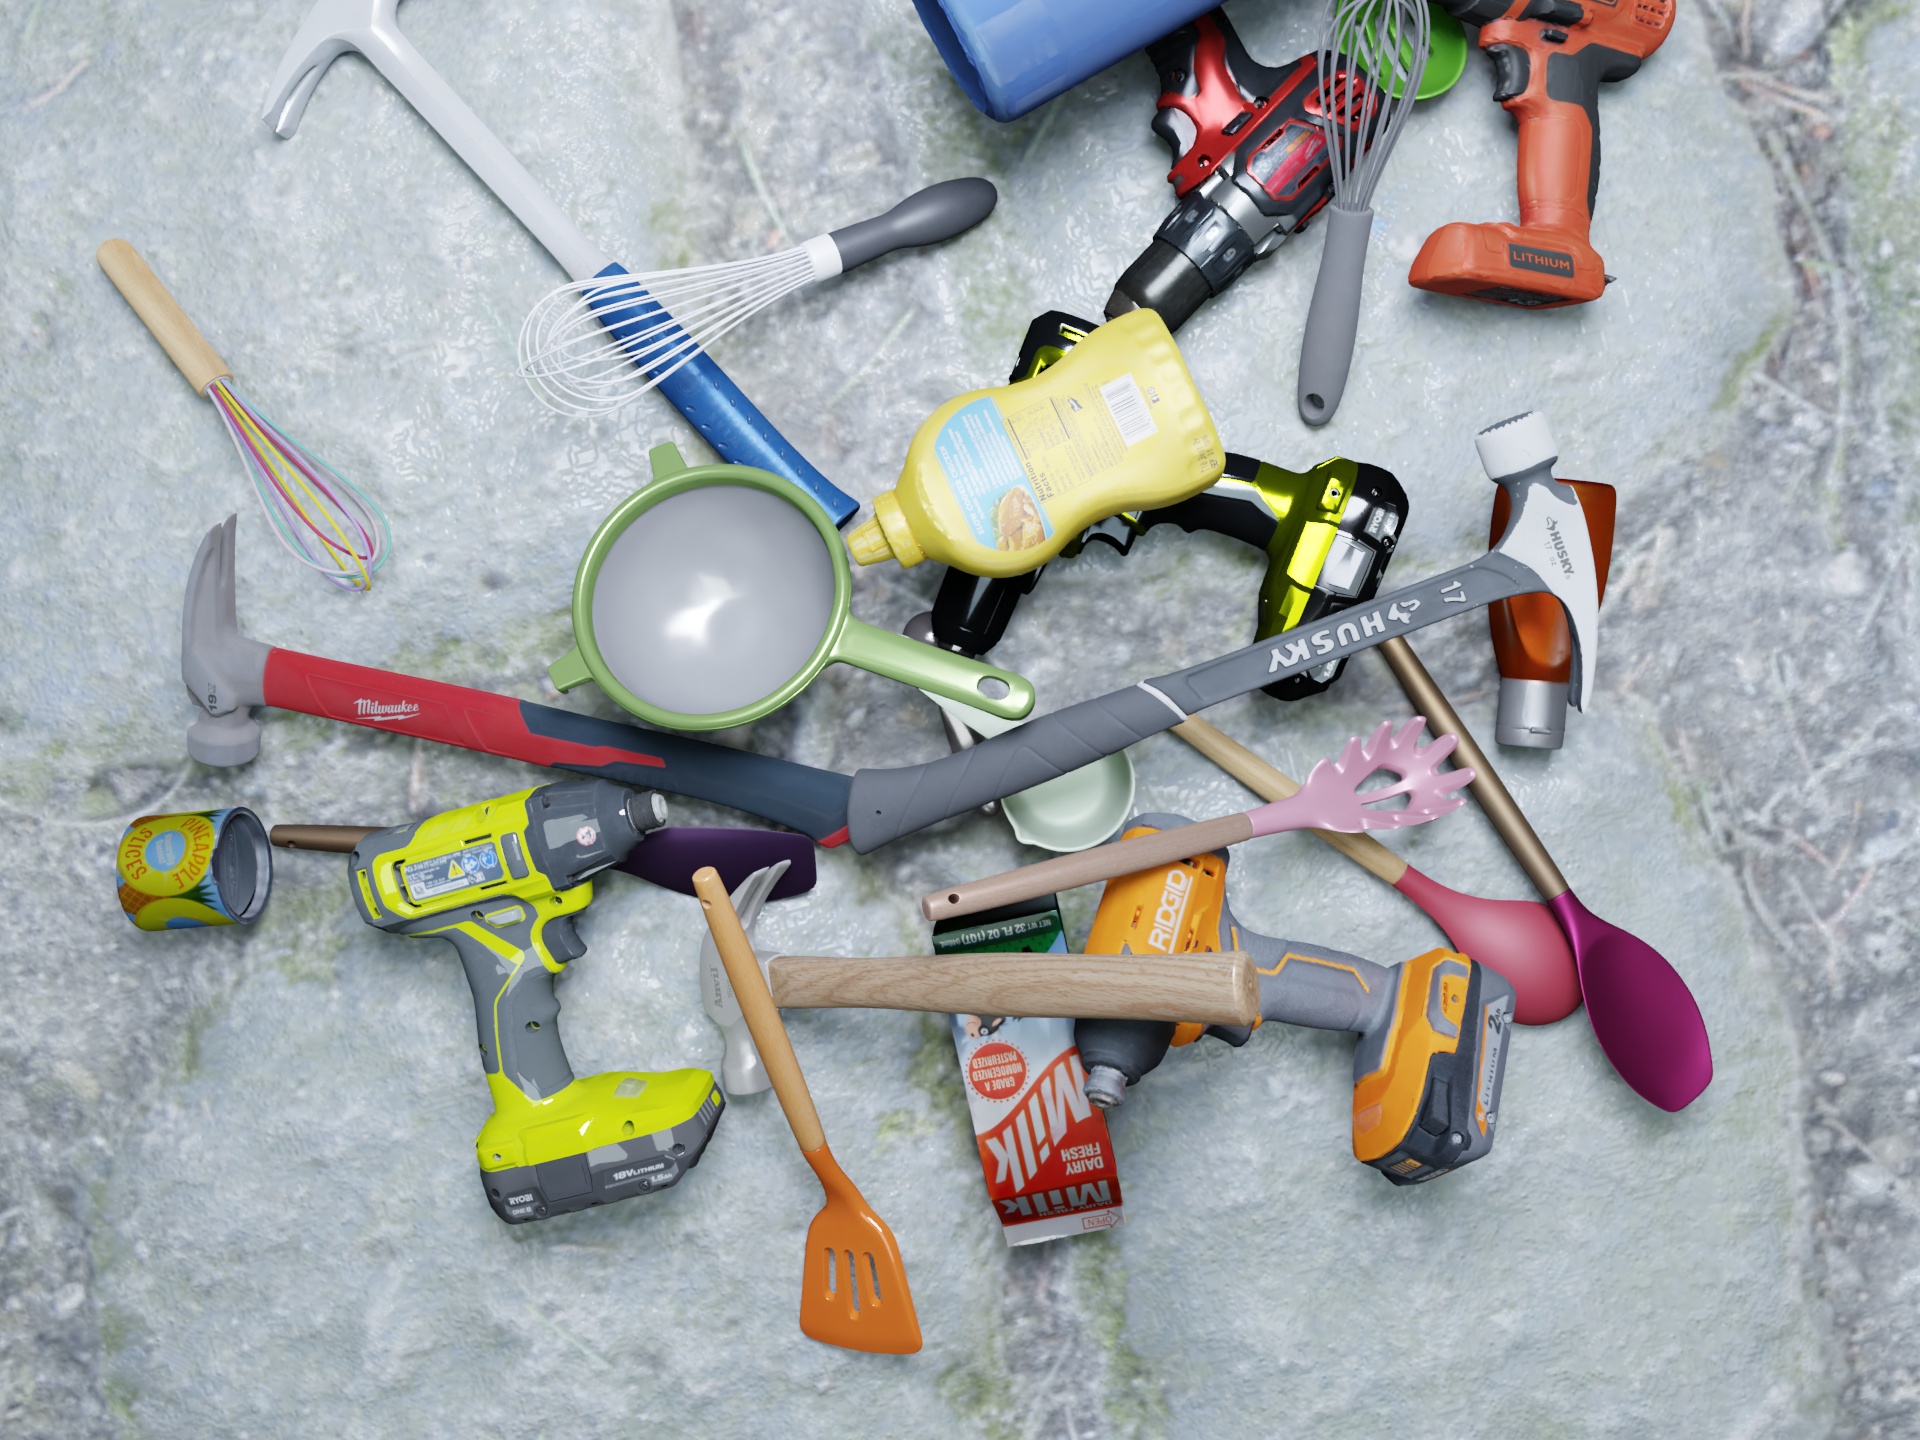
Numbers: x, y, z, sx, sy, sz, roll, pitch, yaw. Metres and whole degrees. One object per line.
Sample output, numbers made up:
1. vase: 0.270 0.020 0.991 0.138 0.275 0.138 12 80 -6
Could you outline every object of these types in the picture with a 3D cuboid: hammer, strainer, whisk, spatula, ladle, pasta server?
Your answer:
1. hammer: -0.234 -0.006 0.883 0.386 0.038 0.143 12 115 -2
2. hammer: -0.213 -0.250 0.887 0.144 0.035 0.405 -42 92 2
3. strainer: -0.080 -0.042 0.858 0.256 0.069 0.151 19 76 10
4. hammer: 0.126 -0.013 0.826 0.409 0.036 0.149 -21 96 12
5. whisk: -0.403 -0.173 0.891 0.051 0.047 0.245 -38 89 4
6. spatula: -0.239 0.076 0.909 0.316 0.018 0.059 3 129 3
7. spatula: -0.090 0.217 0.859 0.081 0.041 0.322 -2 121 26
8. ladle: 0.229 0.071 0.904 0.315 0.031 0.069 35 86 1
9. pasta server: 0.129 0.058 0.833 0.316 0.040 0.060 -12 67 -20
10. whisk: 0.201 -0.266 0.832 0.055 0.055 0.238 2 124 1
11. hammer: -0.005 0.135 0.827 0.331 0.031 0.130 -6 97 32
12. whisk: -0.104 -0.237 0.854 0.284 0.070 0.070 -26 93 -16

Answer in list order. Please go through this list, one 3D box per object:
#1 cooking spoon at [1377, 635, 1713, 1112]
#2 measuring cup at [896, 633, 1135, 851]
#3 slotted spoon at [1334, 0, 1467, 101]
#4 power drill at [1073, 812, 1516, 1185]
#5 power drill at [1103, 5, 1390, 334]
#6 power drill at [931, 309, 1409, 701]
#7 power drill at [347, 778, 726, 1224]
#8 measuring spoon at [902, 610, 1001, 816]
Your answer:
1. cooking spoon: 0.320 0.075 0.890 0.069 0.017 0.319 -31 86 -20
2. measuring cup: 0.024 0.006 0.896 0.167 0.038 0.083 39 92 -1
3. slotted spoon: 0.197 -0.483 0.873 0.070 0.031 0.314 -22 91 -5
4. power drill: 0.170 0.163 0.850 0.226 0.084 0.164 25 58 -3
5. power drill: 0.095 -0.334 0.860 0.226 0.080 0.188 44 93 -5
6. power drill: 0.107 -0.096 0.872 0.228 0.080 0.190 22 93 2
7. power drill: -0.218 0.147 0.872 0.171 0.080 0.223 -15 98 7
8. measuring spoon: -0.001 -0.003 0.906 0.034 0.018 0.124 -20 93 2
